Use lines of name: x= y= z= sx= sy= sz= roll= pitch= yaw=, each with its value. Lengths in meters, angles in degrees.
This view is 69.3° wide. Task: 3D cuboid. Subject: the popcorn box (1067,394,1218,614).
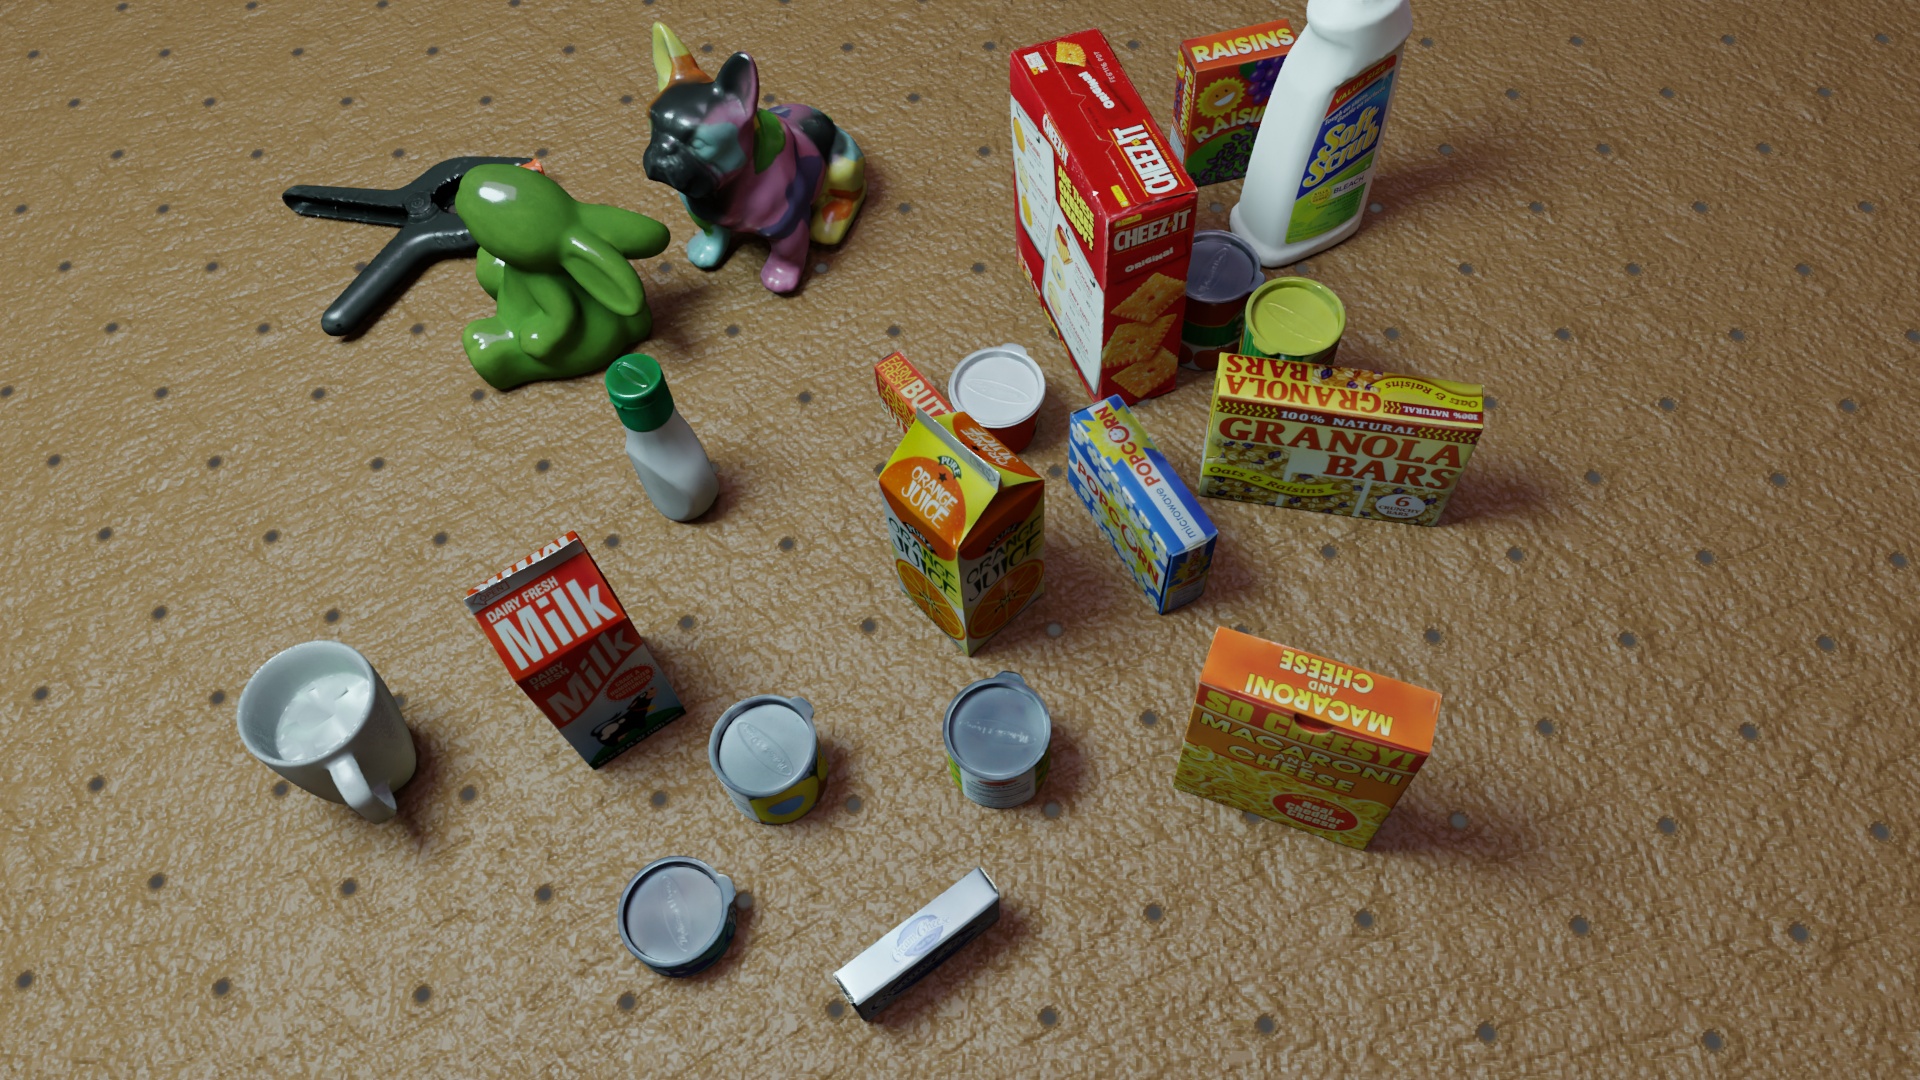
popcorn box: x=0.119 y=-0.024 z=0.929 sx=0.038 sy=0.085 sz=0.127 roll=-26 pitch=62 yaw=-11

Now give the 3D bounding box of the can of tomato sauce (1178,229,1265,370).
can of tomato sauce: x=0.182 y=-0.173 z=1.012 sx=0.071 sy=0.082 sz=0.071 roll=-1 pitch=61 yaw=3

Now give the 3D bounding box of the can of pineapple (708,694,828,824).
can of pineapple: x=-0.117 y=0.137 z=0.867 sx=0.071 sy=0.057 sz=0.071 roll=-1 pitch=61 yaw=3

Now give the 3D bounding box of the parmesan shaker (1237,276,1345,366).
parmesan shaker: x=0.224 y=-0.124 z=0.970 sx=0.071 sy=0.102 sz=0.071 roll=-1 pitch=61 yaw=3

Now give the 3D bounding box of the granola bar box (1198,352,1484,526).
granola bar box: x=0.247 y=-0.064 z=0.923 sx=0.165 sy=0.123 sz=0.039 roll=8 pitch=62 yaw=8

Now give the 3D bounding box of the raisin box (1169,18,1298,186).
raisin box: x=0.211 y=-0.338 z=1.081 sx=0.086 sy=0.122 sz=0.040 roll=-13 pitch=61 yaw=-4

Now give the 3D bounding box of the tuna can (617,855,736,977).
tuna can: x=-0.167 y=0.225 z=0.834 sx=0.071 sy=0.032 sz=0.071 roll=-1 pitch=60 yaw=2

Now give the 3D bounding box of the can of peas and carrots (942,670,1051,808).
can of peas and carrots: x=0.024 y=0.125 z=0.866 sx=0.071 sy=0.058 sz=0.071 roll=-1 pitch=61 yaw=3

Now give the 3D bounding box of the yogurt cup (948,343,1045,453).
yogurt cup: x=0.027 y=-0.096 z=0.993 sx=0.072 sy=0.053 sz=0.073 roll=-1 pitch=61 yaw=3

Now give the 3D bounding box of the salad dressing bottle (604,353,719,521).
salad dressing bottle: x=-0.202 y=-0.068 z=0.937 sx=0.064 sy=0.147 sz=0.044 roll=34 pitch=68 yaw=20

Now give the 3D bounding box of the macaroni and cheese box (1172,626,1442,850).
macaroni and cheese box: x=0.193 y=0.118 z=0.798 sx=0.124 sy=0.165 sz=0.040 roll=17 pitch=63 yaw=12

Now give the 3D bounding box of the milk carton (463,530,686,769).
milk carton: x=-0.234 y=0.061 z=0.841 sx=0.072 sy=0.189 sz=0.073 roll=-31 pitch=64 yaw=-13

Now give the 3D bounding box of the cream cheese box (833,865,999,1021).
cream cheese box: x=-0.023 y=0.235 z=0.809 sx=0.104 sy=0.053 sz=0.024 roll=-34 pitch=64 yaw=-15

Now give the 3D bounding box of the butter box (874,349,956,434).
butter box: x=-0.022 y=-0.084 z=0.990 sx=0.024 sy=0.053 sz=0.104 roll=-34 pitch=64 yaw=-15

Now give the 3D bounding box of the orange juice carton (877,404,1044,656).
orange juice carton: x=0.003 y=-0.011 z=0.867 sx=0.073 sy=0.191 sz=0.072 roll=-39 pitch=66 yaw=-17
